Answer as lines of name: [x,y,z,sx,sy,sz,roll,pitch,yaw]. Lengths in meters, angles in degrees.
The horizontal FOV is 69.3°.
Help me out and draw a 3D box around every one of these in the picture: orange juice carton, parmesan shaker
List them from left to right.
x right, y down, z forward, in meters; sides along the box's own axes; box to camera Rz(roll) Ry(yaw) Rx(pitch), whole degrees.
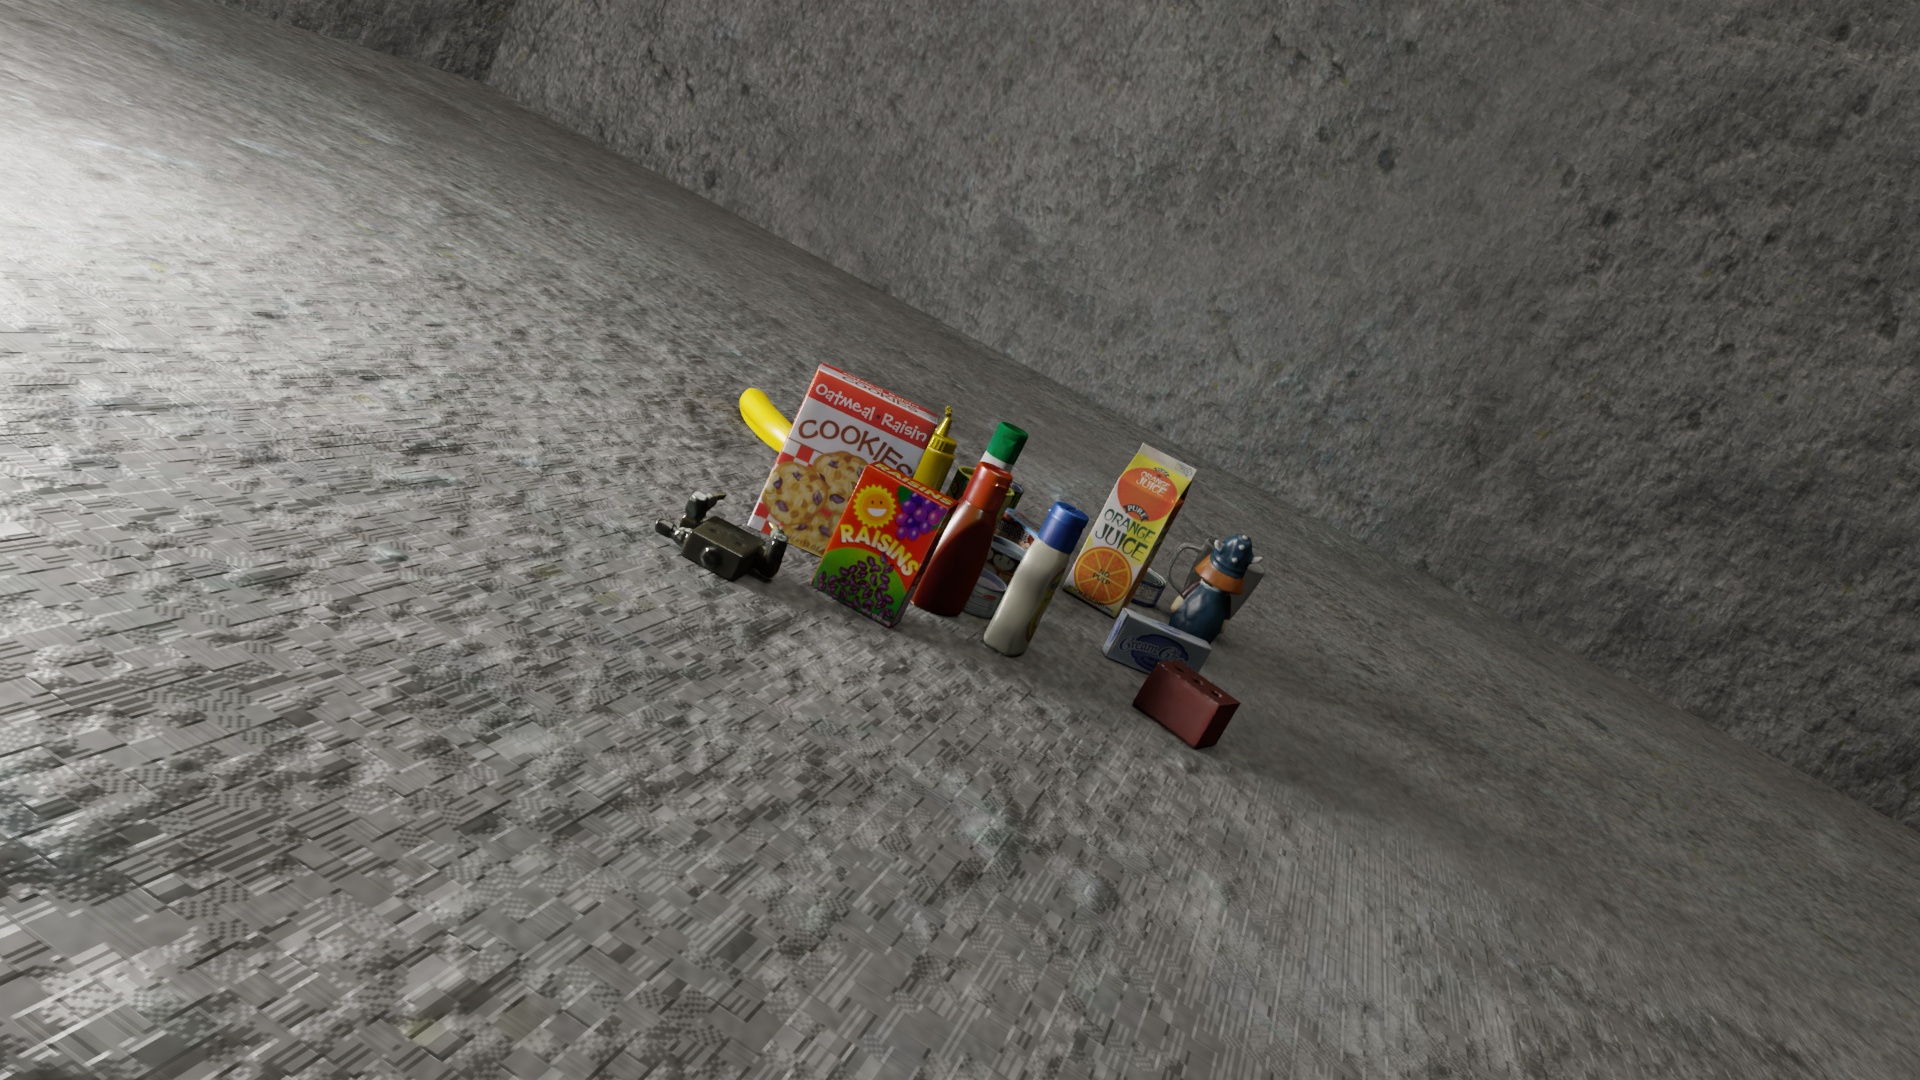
parmesan shaker: [0.005,-0.018,1.474,0.071,0.102,0.071,25,14,-7]
orange juice carton: [0.198,-0.013,1.609,0.072,0.192,0.073,30,14,13]

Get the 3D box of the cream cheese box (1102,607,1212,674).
cream cheese box: [0.206,0.114,1.455,0.104,0.053,0.024,23,14,-14]

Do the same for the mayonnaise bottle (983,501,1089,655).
mayonnaise bottle: [0.073,0.036,1.309,0.041,0.147,0.065,30,14,15]

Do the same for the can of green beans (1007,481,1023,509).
can of green beans: [0.037,-0.051,1.733,0.071,0.057,0.071,25,14,-6]

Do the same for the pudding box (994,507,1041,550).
pudding box: [0.069,0.000,1.626,0.030,0.049,0.084,15,18,-38]

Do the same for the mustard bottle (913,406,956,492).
mustard bottle: [-0.041,-0.065,1.443,0.049,0.159,0.065,24,14,-9]

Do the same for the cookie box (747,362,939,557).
cookie box: [-0.110,-0.067,1.315,0.123,0.167,0.040,24,14,-8]

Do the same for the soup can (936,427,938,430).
soup can: [-0.060,-0.100,1.685,0.071,0.083,0.071,25,14,-7]

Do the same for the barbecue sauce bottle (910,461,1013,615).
barbecue sauce bottle: [0.002,-0.002,1.319,0.065,0.148,0.044,16,17,-35]

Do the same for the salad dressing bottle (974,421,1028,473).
salad dressing bottle: [0.029,-0.063,1.583,0.064,0.147,0.044,27,14,2]

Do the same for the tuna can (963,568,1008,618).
tuna can: [0.012,0.047,1.395,0.071,0.032,0.071,25,14,-6]

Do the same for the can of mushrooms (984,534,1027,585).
can of mushrooms: [0.048,0.023,1.543,0.071,0.033,0.071,25,14,-6]

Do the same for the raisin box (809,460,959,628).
raisin box: [-0.067,0.003,1.232,0.086,0.123,0.040,28,14,8]
